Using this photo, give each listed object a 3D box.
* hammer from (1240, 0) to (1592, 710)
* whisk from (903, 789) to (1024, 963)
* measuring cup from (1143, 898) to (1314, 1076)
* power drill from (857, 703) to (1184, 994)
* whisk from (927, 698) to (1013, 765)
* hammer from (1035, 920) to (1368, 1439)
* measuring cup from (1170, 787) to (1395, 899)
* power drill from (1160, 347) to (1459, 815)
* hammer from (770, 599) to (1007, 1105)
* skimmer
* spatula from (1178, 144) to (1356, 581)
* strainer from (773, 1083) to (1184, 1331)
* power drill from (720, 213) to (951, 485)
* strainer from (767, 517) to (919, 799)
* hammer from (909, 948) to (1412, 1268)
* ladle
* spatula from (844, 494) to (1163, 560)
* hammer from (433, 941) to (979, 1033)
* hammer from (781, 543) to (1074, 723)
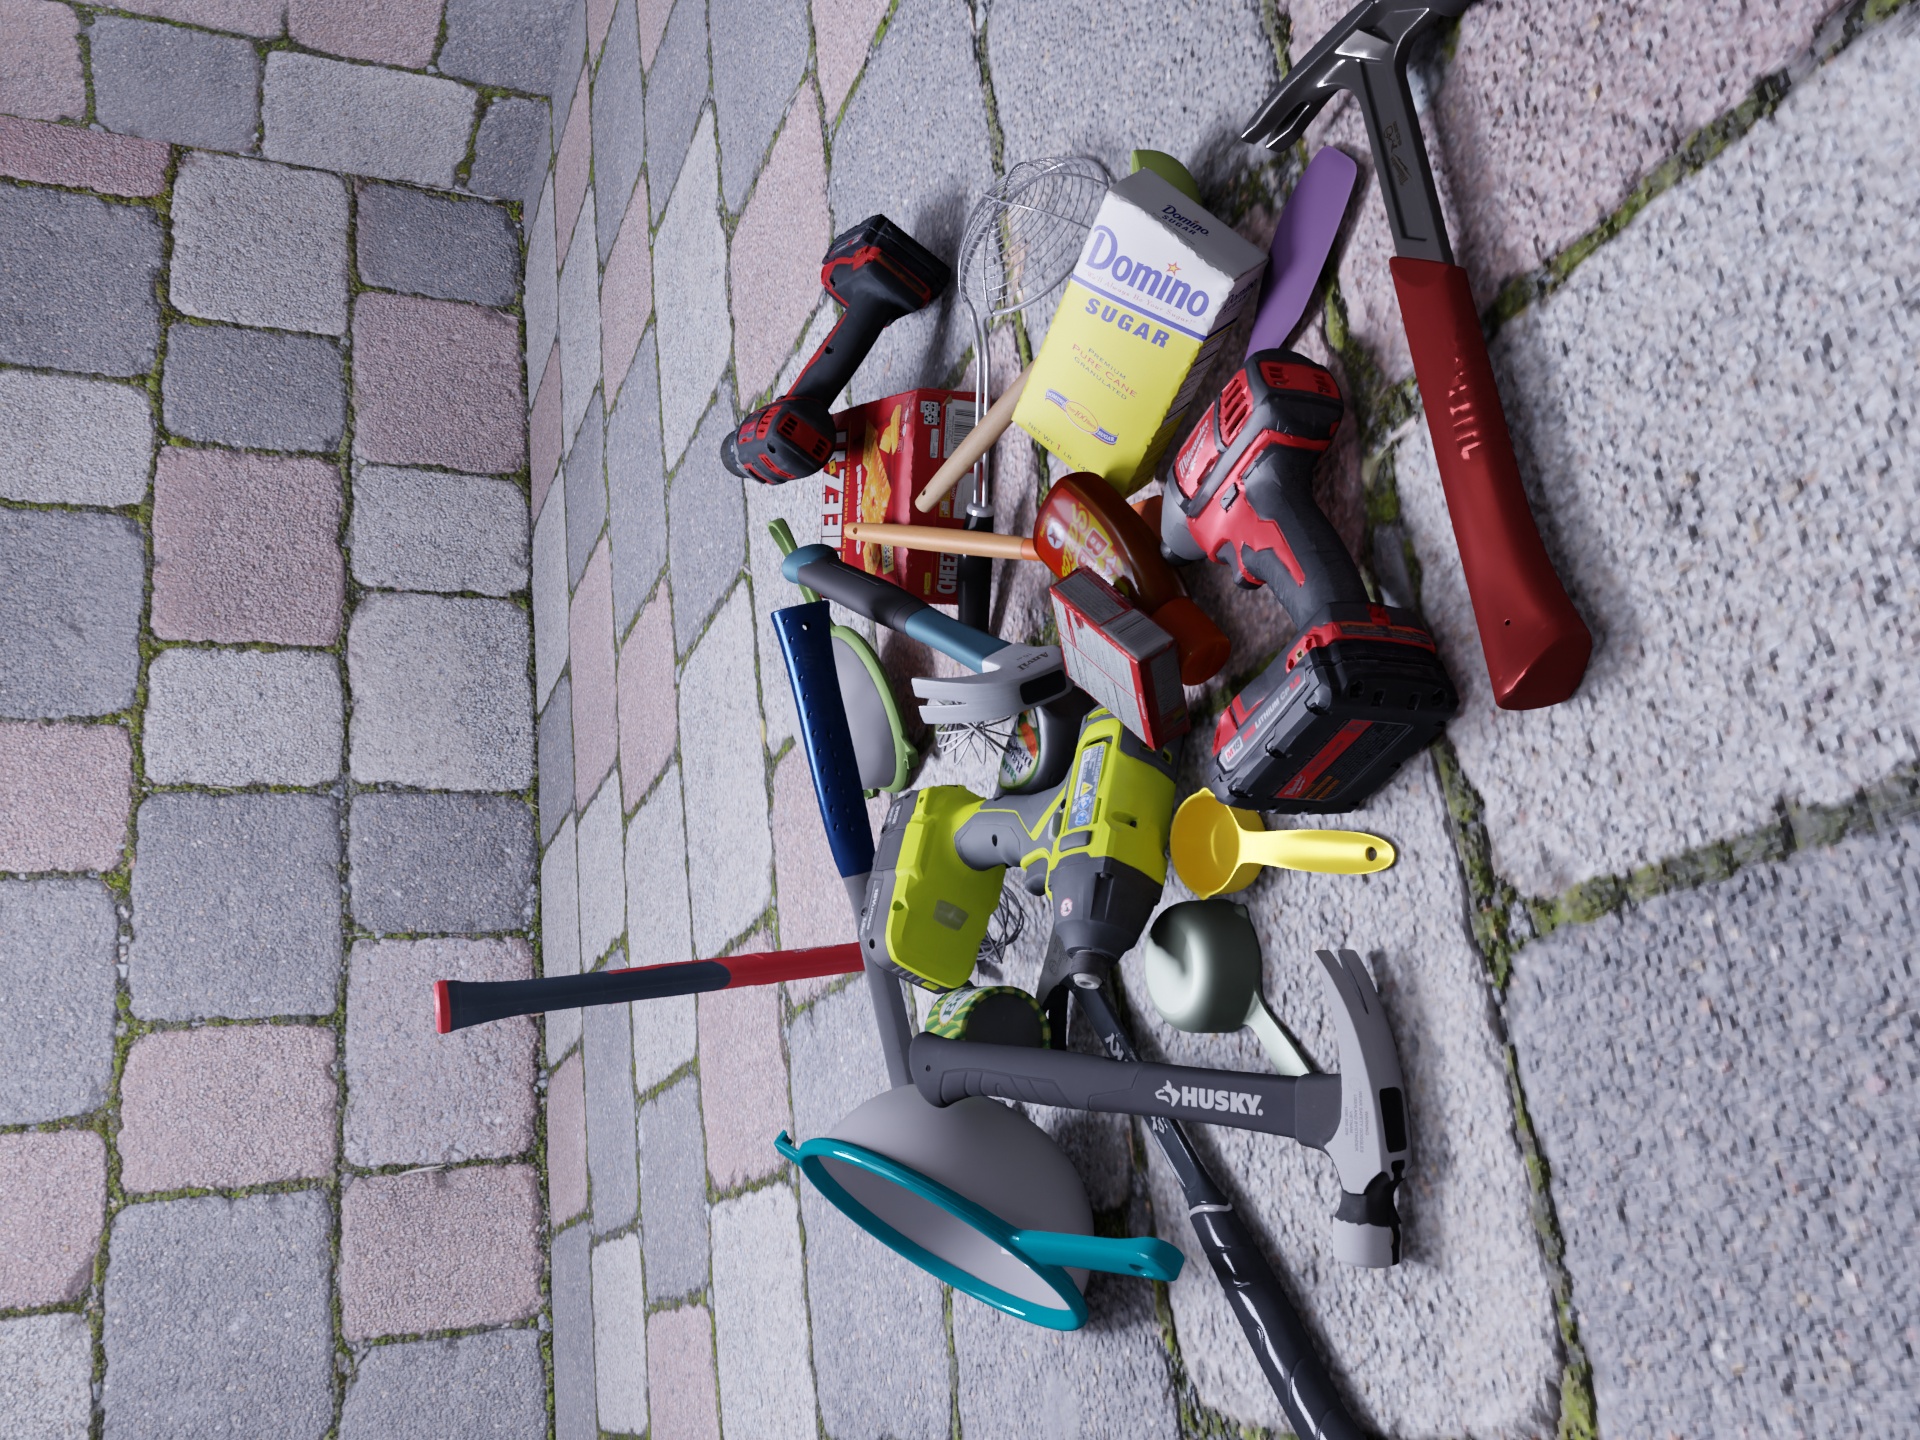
[{"bbox_3d":[0.216,-0.174,0.735,0.149,0.036,0.359,-34,58,53],"label":"hammer"},{"bbox_3d":[-0.007,0.109,1.201,0.239,0.055,0.055,-127,45,-60],"label":"whisk"},{"bbox_3d":[0.147,0.162,0.862,0.168,0.038,0.083,-122,41,-54],"label":"measuring cup"},{"bbox_3d":[0.036,0.092,0.978,0.223,0.080,0.171,-23,45,49],"label":"power drill"},{"bbox_3d":[-0.002,-0.004,1.140,0.058,0.059,0.246,-55,8,0],"label":"whisk"},{"bbox_3d":[0.130,0.265,0.899,0.409,0.036,0.149,-119,38,-48],"label":"hammer"},{"bbox_3d":[0.174,0.068,0.843,0.156,0.029,0.062,-1,86,54],"label":"measuring cup"},{"bbox_3d":[0.160,-0.068,0.817,0.143,0.078,0.220,124,144,-49],"label":"power drill"},{"bbox_3d":[-0.074,0.119,1.116,0.035,0.144,0.405,-176,74,-84],"label":"hammer"},{"bbox_3d":[0.042,-0.213,1.142,0.127,0.090,0.363,38,133,51],"label":"skimmer"},{"bbox_3d":[0.153,-0.167,0.905,0.060,0.018,0.315,-115,37,-53],"label":"spatula"},{"bbox_3d":[0.039,0.286,0.978,0.340,0.211,0.095,-22,31,57],"label":"strainer"},{"bbox_3d":[-0.118,-0.294,1.324,0.227,0.080,0.188,-60,23,-9],"label":"power drill"},{"bbox_3d":[-0.126,-0.048,1.343,0.256,0.069,0.151,65,158,5],"label":"strainer"},{"bbox_3d":[0.091,0.195,0.870,0.335,0.035,0.146,-6,80,47],"label":"hammer"},{"bbox_3d":[0.048,-0.238,1.034,0.320,0.062,0.078,-43,39,43],"label":"ladle"},{"bbox_3d":[0.023,-0.121,1.096,0.323,0.041,0.081,12,99,44],"label":"spatula"},{"bbox_3d":[-0.178,0.187,1.154,0.143,0.386,0.038,-178,85,-67],"label":"hammer"},{"bbox_3d":[-0.033,-0.073,1.113,0.331,0.128,0.033,30,142,52],"label":"hammer"}]
